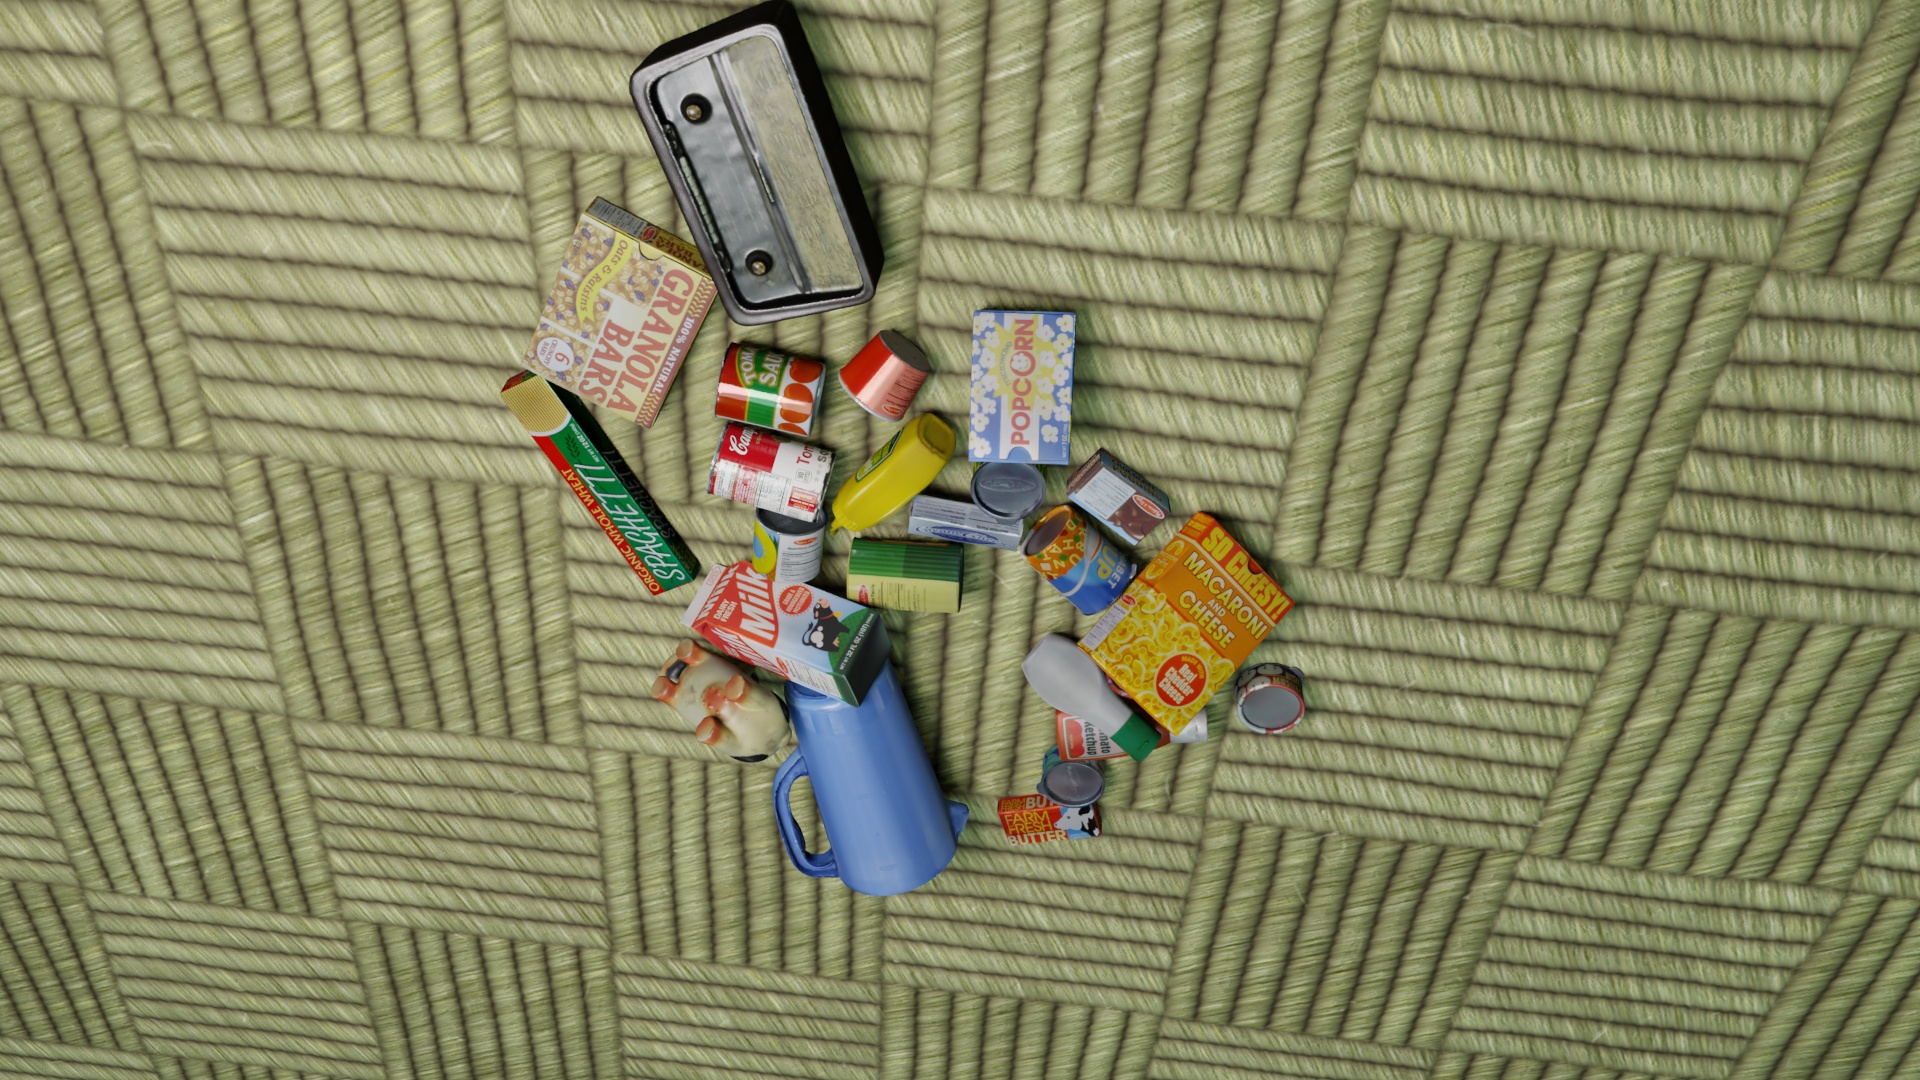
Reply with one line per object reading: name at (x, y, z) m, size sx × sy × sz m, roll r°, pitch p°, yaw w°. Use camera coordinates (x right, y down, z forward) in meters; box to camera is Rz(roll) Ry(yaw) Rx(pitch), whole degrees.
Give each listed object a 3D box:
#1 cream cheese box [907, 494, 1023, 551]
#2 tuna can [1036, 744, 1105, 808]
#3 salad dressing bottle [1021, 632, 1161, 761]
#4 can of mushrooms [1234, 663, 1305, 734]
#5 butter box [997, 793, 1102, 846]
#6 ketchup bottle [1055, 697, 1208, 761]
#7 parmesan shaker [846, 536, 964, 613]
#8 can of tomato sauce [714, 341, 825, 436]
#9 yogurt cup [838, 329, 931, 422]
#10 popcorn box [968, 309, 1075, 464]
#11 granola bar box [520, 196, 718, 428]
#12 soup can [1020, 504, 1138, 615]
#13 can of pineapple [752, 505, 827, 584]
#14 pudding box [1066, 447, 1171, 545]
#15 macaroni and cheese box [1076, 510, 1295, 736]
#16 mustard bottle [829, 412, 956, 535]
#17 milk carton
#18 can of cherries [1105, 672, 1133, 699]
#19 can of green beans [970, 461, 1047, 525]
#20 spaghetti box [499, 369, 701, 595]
cream cheese box at (0.005, -0.016, 1.265) m, size 0.104 × 0.024 × 0.053 m, roll 10°, pitch 163°, yaw 0°
tuna can at (0.114, 0.242, 1.436) m, size 0.071 × 0.033 × 0.070 m, roll 3°, pitch 124°, yaw 4°
salad dressing bottle at (0.127, 0.153, 1.342) m, size 0.147 × 0.044 × 0.064 m, roll 42°, pitch 95°, yaw 1°
can of mushrooms at (0.304, 0.154, 1.356) m, size 0.071 × 0.034 × 0.070 m, roll 3°, pitch 124°, yaw 5°
butter box at (0.095, 0.295, 1.478) m, size 0.103 × 0.024 × 0.053 m, roll -9°, pitch 123°, yaw 12°
ketchup bottle at (0.171, 0.185, 1.385) m, size 0.149 × 0.044 × 0.064 m, roll -4°, pitch 113°, yaw 8°
parmesan shaker at (-0.050, 0.034, 1.296) m, size 0.103 × 0.072 × 0.071 m, roll 3°, pitch 124°, yaw 3°
can of tomato sauce at (-0.163, -0.131, 1.196) m, size 0.083 × 0.071 × 0.070 m, roll 13°, pitch 124°, yaw -3°
yogurt cup at (-0.062, -0.142, 1.181) m, size 0.072 × 0.073 × 0.053 m, roll 34°, pitch 113°, yaw -16°
popcorn box at (0.052, -0.128, 1.159) m, size 0.085 × 0.038 × 0.126 m, roll 2°, pitch 94°, yaw 4°
granola bar box at (-0.288, -0.191, 1.186) m, size 0.124 × 0.039 × 0.164 m, roll 26°, pitch 123°, yaw -12°
soup can at (0.108, 0.016, 1.265) m, size 0.071 × 0.072 × 0.083 m, roll -38°, pitch 112°, yaw 26°
can of pineapple at (-0.159, -0.002, 1.284) m, size 0.071 × 0.071 × 0.057 m, roll 10°, pitch 124°, yaw -1°
pudding box at (0.141, -0.039, 1.247) m, size 0.083 × 0.030 × 0.049 m, roll 34°, pitch 119°, yaw -16°
macaroni and cheese box at (0.207, 0.076, 1.264) m, size 0.123 × 0.040 × 0.166 m, roll 43°, pitch 87°, yaw -21°
mustard bottle at (-0.071, -0.049, 1.244) m, size 0.049 × 0.066 × 0.159 m, roll 42°, pitch 123°, yaw -15°
milk carton at (-0.167, 0.080, 1.302) m, size 0.191 × 0.072 × 0.073 m, roll 19°, pitch 154°, yaw 19°
can of cherries at (0.168, 0.108, 1.325) m, size 0.071 × 0.059 × 0.071 m, roll 3°, pitch 124°, yaw 4°
can of green beans at (0.044, -0.060, 1.226) m, size 0.071 × 0.058 × 0.071 m, roll 3°, pitch 124°, yaw 4°
spaghetti box at (-0.330, -0.052, 1.290) m, size 0.050 × 0.029 × 0.249 m, roll -21°, pitch 119°, yaw 20°
